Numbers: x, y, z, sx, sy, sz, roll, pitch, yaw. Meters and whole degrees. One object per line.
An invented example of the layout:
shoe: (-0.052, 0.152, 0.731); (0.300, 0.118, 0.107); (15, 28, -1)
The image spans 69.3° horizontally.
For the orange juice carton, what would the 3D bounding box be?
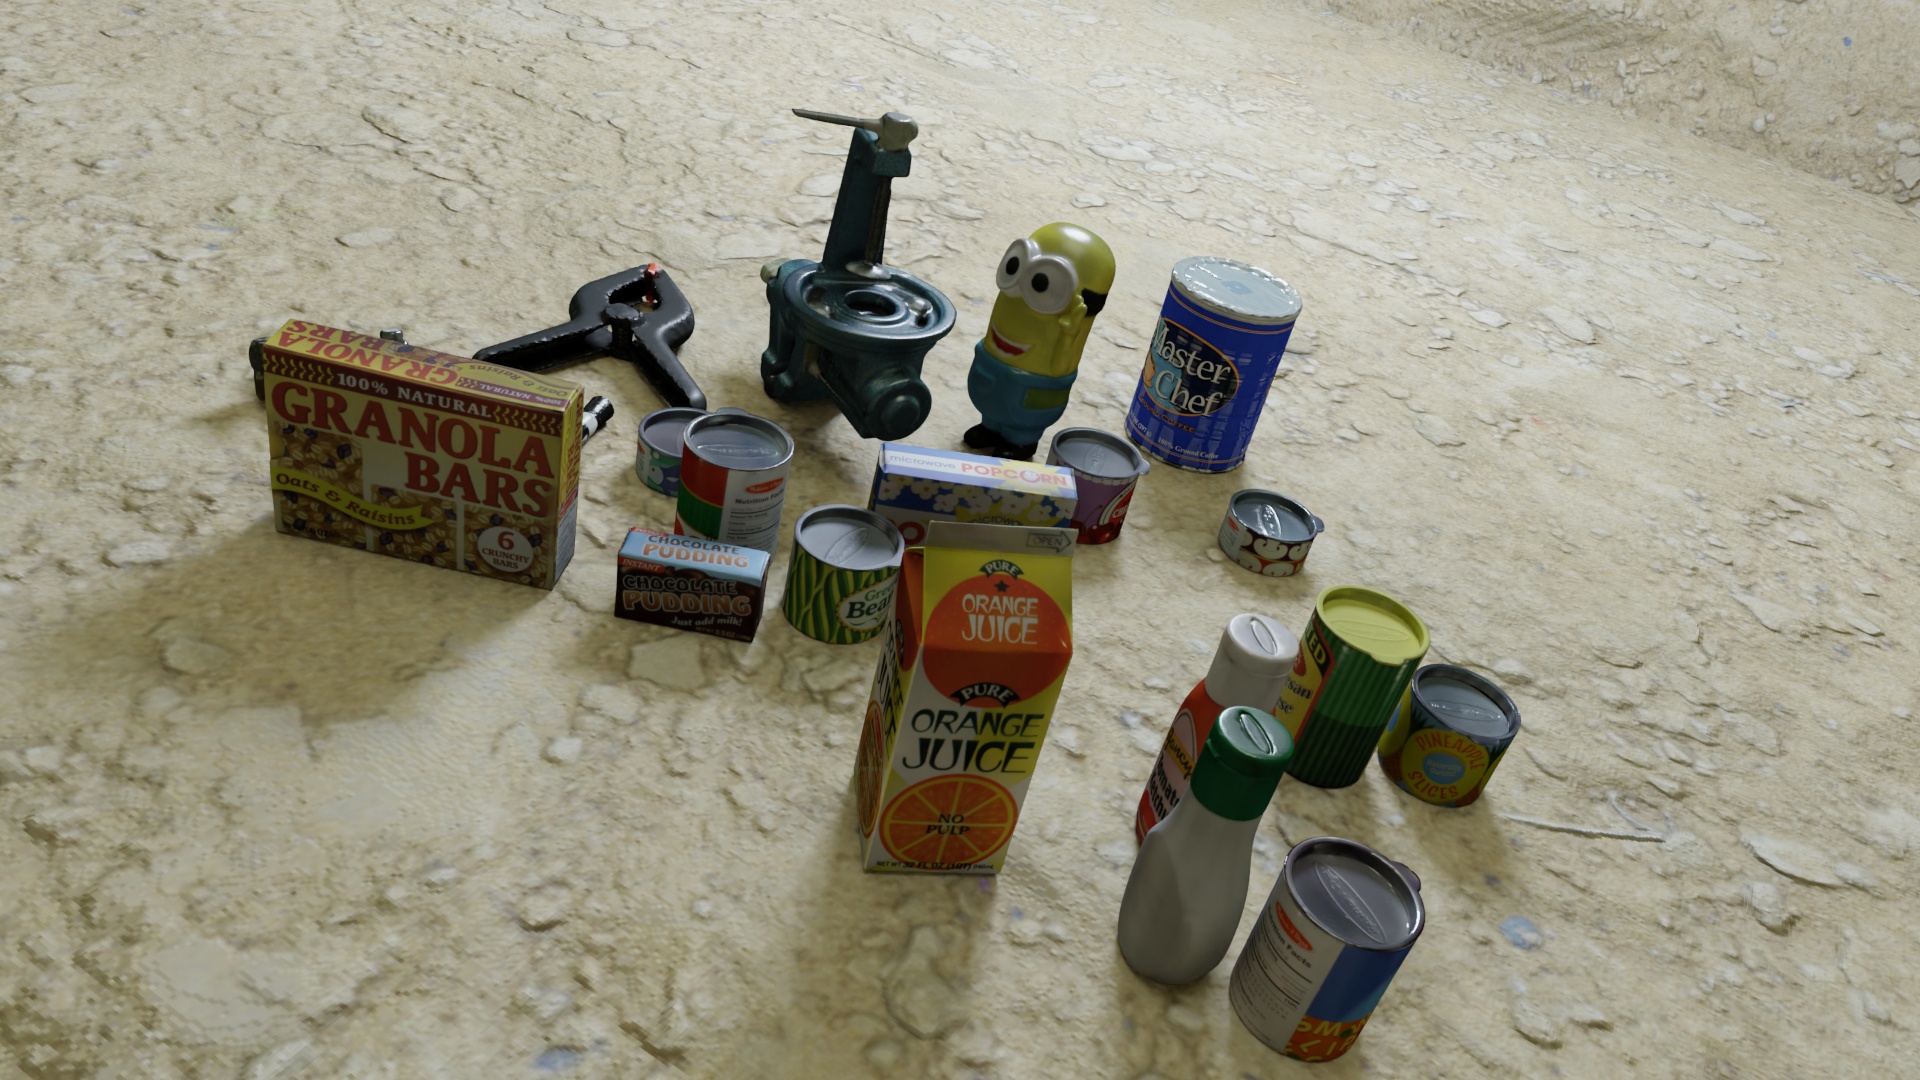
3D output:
orange juice carton: (0.000, 0.070, 0.670); (0.072, 0.191, 0.073); (5, 35, -14)

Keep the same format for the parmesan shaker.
parmesan shaker: (0.222, 0.087, 0.808); (0.071, 0.102, 0.072); (10, 34, -7)

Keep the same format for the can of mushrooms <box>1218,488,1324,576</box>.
can of mushrooms: (0.225, -0.005, 1.007); (0.071, 0.033, 0.071); (10, 34, -7)

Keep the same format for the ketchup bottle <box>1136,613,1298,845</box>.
ketchup bottle: (0.131, 0.105, 0.708); (0.043, 0.148, 0.065); (4, 35, -15)

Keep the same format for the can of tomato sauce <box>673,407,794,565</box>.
can of tomato sauce: (-0.143, -0.029, 0.860); (0.071, 0.082, 0.071); (10, 34, -7)

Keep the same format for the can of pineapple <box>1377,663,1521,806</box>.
can of pineapple: (0.291, 0.118, 0.831); (0.071, 0.057, 0.071); (10, 34, -7)

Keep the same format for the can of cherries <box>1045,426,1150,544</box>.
can of cherries: (0.092, -0.038, 0.982); (0.071, 0.058, 0.072); (10, 34, -7)

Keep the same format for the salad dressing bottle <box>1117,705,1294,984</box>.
salad dressing bottle: (0.114, 0.143, 0.647); (0.044, 0.146, 0.064); (1, 36, -19)

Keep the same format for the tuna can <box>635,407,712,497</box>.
tuna can: (-0.182, -0.059, 0.934); (0.071, 0.032, 0.071); (10, 34, -7)

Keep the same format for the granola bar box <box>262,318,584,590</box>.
granola bar box: (-0.303, -0.046, 0.788); (0.166, 0.123, 0.039); (12, 33, -3)

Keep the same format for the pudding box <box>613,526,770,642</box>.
pudding box: (-0.155, 0.025, 0.806); (0.084, 0.049, 0.030); (11, 34, -4)

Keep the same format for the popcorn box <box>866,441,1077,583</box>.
popcorn box: (0.003, -0.011, 0.886); (0.127, 0.084, 0.038); (7, 34, -10)

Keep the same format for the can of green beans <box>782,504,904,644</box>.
can of green beans: (-0.071, 0.020, 0.837); (0.071, 0.057, 0.071); (10, 34, -7)

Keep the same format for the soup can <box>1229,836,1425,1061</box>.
soup can: (0.173, 0.192, 0.655); (0.071, 0.083, 0.072); (10, 34, -7)
